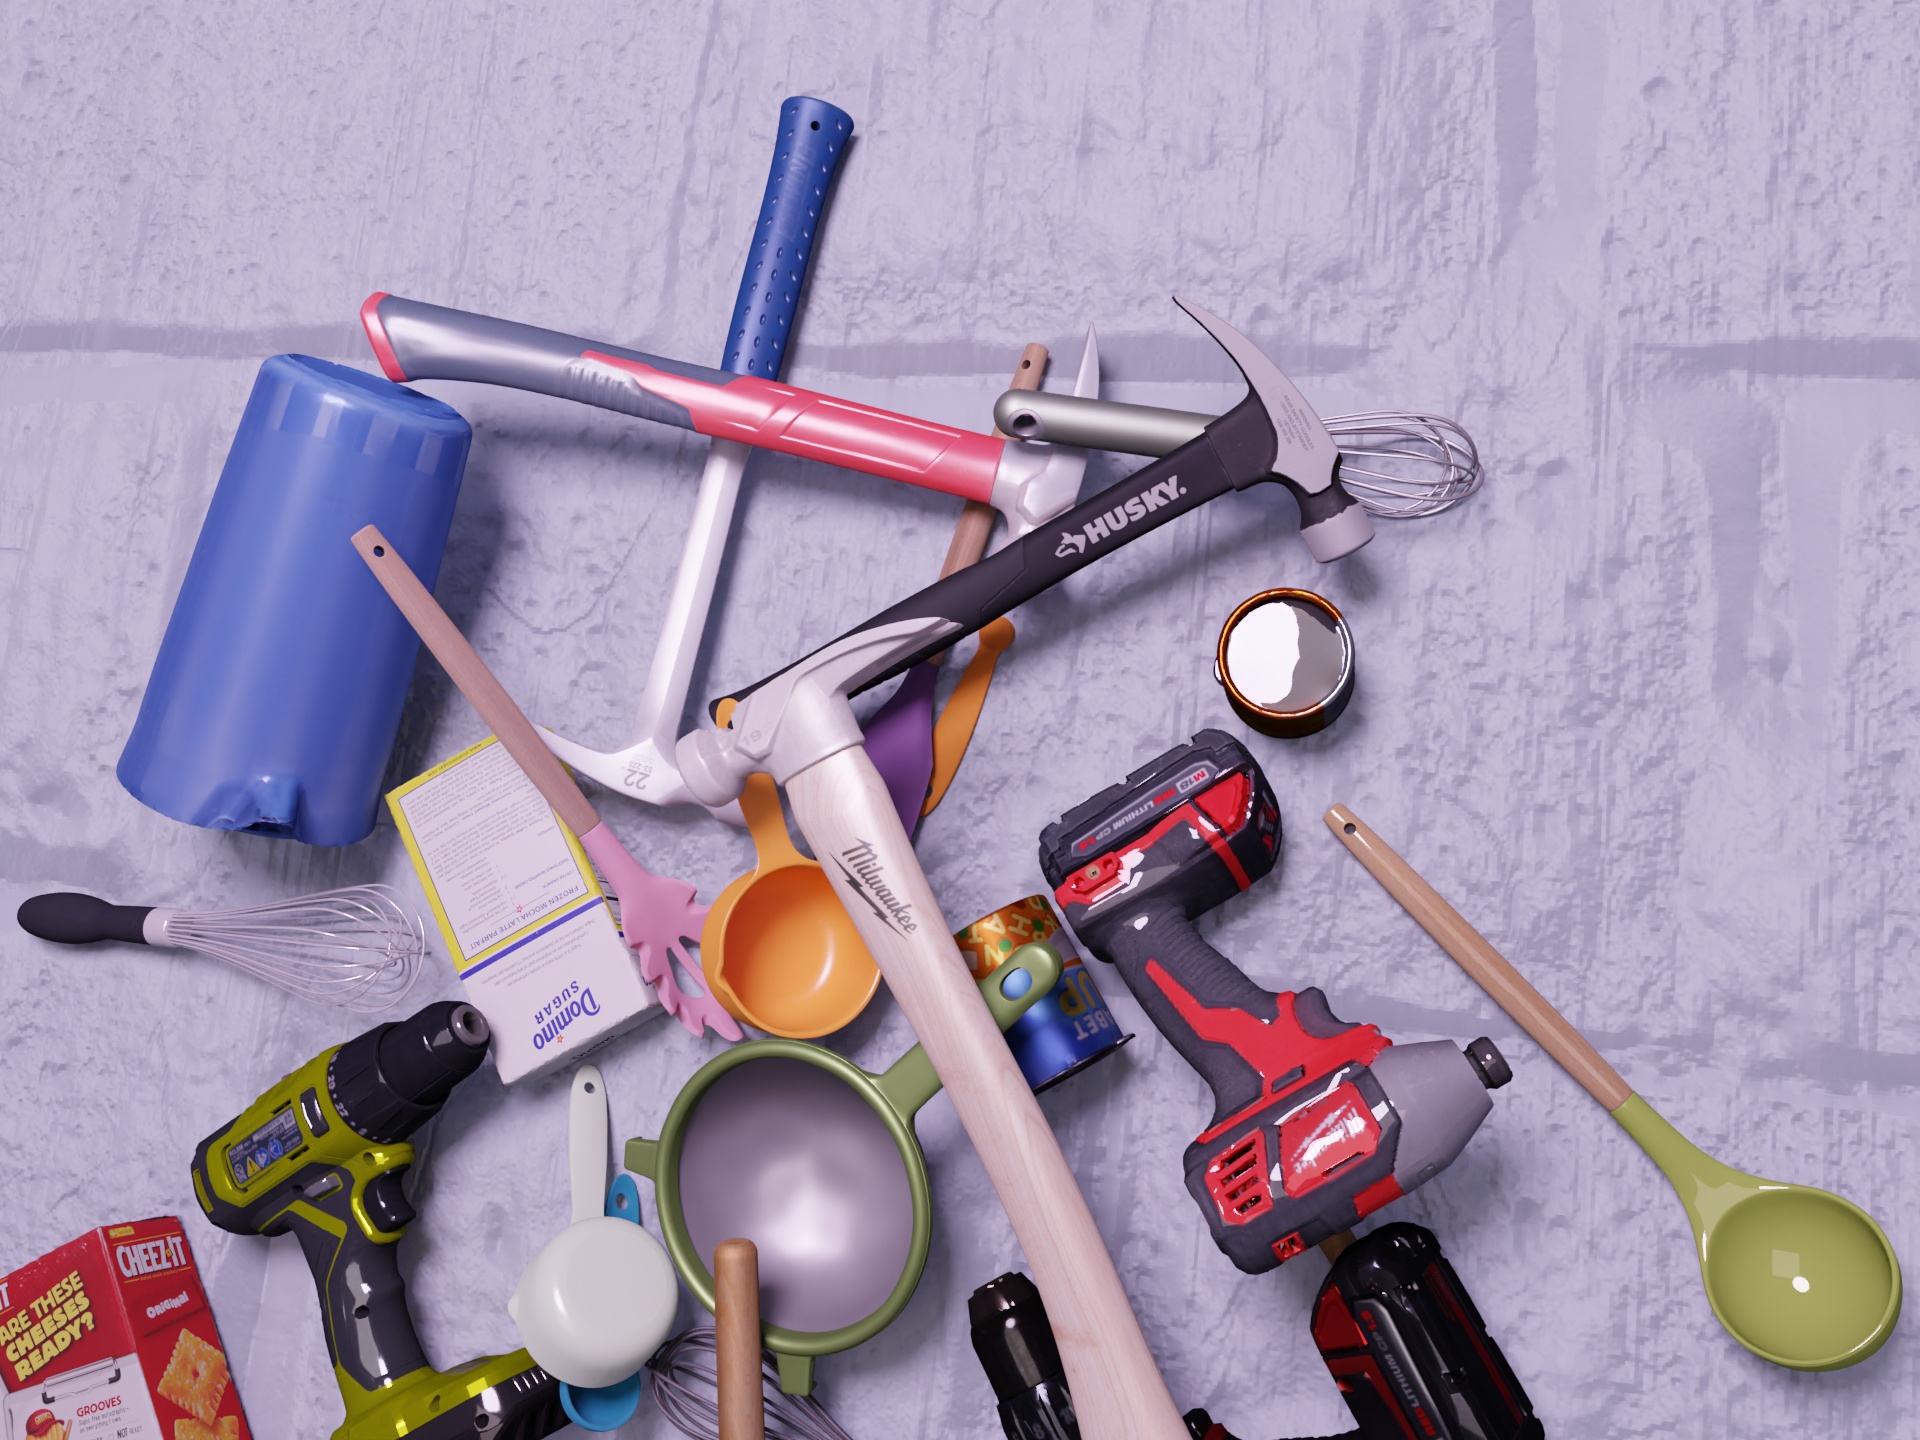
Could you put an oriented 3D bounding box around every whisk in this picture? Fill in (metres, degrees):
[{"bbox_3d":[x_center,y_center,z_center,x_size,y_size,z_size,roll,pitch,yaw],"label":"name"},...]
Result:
[{"bbox_3d":[0.138,-0.139,0.795,0.246,0.057,0.059,8,44,2],"label":"whisk"},{"bbox_3d":[-0.424,0.119,0.903,0.284,0.070,0.070,3,81,19],"label":"whisk"},{"bbox_3d":[-0.049,0.365,0.776,0.239,0.055,0.055,24,87,12],"label":"whisk"},{"bbox_3d":[-0.104,0.368,0.739,0.047,0.051,0.245,-4,85,13],"label":"whisk"}]

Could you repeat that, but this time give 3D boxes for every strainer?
[{"bbox_3d":[-0.036,0.191,0.771,0.256,0.069,0.151,-45,74,16],"label":"strainer"}]

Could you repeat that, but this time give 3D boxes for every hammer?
[{"bbox_3d":[-0.121,-0.181,0.836,0.386,0.038,0.143,14,83,3],"label":"hammer"},{"bbox_3d":[0.018,0.156,0.695,0.146,0.038,0.411,-30,79,16],"label":"hammer"},{"bbox_3d":[-0.132,-0.153,0.875,0.144,0.035,0.405,13,81,-3],"label":"hammer"},{"bbox_3d":[0.020,-0.075,0.784,0.335,0.035,0.146,-28,99,13],"label":"hammer"}]

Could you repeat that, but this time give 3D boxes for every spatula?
[{"bbox_3d":[-0.012,-0.055,0.851,0.060,0.018,0.316,18,85,28],"label":"spatula"}]

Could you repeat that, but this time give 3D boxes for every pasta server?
[{"bbox_3d":[-0.202,0.033,0.806,0.060,0.040,0.316,-41,104,-25],"label":"pasta server"}]

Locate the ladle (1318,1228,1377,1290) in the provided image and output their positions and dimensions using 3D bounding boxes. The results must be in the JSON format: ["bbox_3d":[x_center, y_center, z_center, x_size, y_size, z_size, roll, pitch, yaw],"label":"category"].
[{"bbox_3d":[0.177,0.248,0.749,0.069,0.031,0.316,-34,73,10],"label":"ladle"}]

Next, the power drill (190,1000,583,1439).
[{"bbox_3d":[-0.286,0.273,0.817,0.190,0.080,0.229,-34,73,18],"label":"power drill"}]

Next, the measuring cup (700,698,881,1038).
[{"bbox_3d":[-0.100,0.075,0.807,0.095,0.052,0.173,-17,89,-27],"label":"measuring cup"}]

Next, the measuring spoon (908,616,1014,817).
[{"bbox_3d":[-0.001,-0.003,0.842,0.021,0.011,0.117,23,86,16],"label":"measuring spoon"}]

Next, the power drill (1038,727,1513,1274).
[{"bbox_3d":[0.136,0.119,0.716,0.143,0.078,0.220,-32,54,6],"label":"power drill"}]

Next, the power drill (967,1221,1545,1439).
[{"bbox_3d":[0.119,0.307,0.715,0.226,0.080,0.188,-35,70,19],"label":"power drill"}]

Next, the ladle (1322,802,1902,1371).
[{"bbox_3d":[0.283,0.154,0.726,0.078,0.062,0.320,-43,71,3],"label":"ladle"}]

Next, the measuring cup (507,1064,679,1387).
[{"bbox_3d":[-0.181,0.244,0.800,0.038,0.083,0.168,-48,40,40],"label":"measuring cup"}]

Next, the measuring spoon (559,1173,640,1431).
[{"bbox_3d":[-0.181,0.295,0.810,0.021,0.042,0.129,-37,40,36],"label":"measuring spoon"}]
